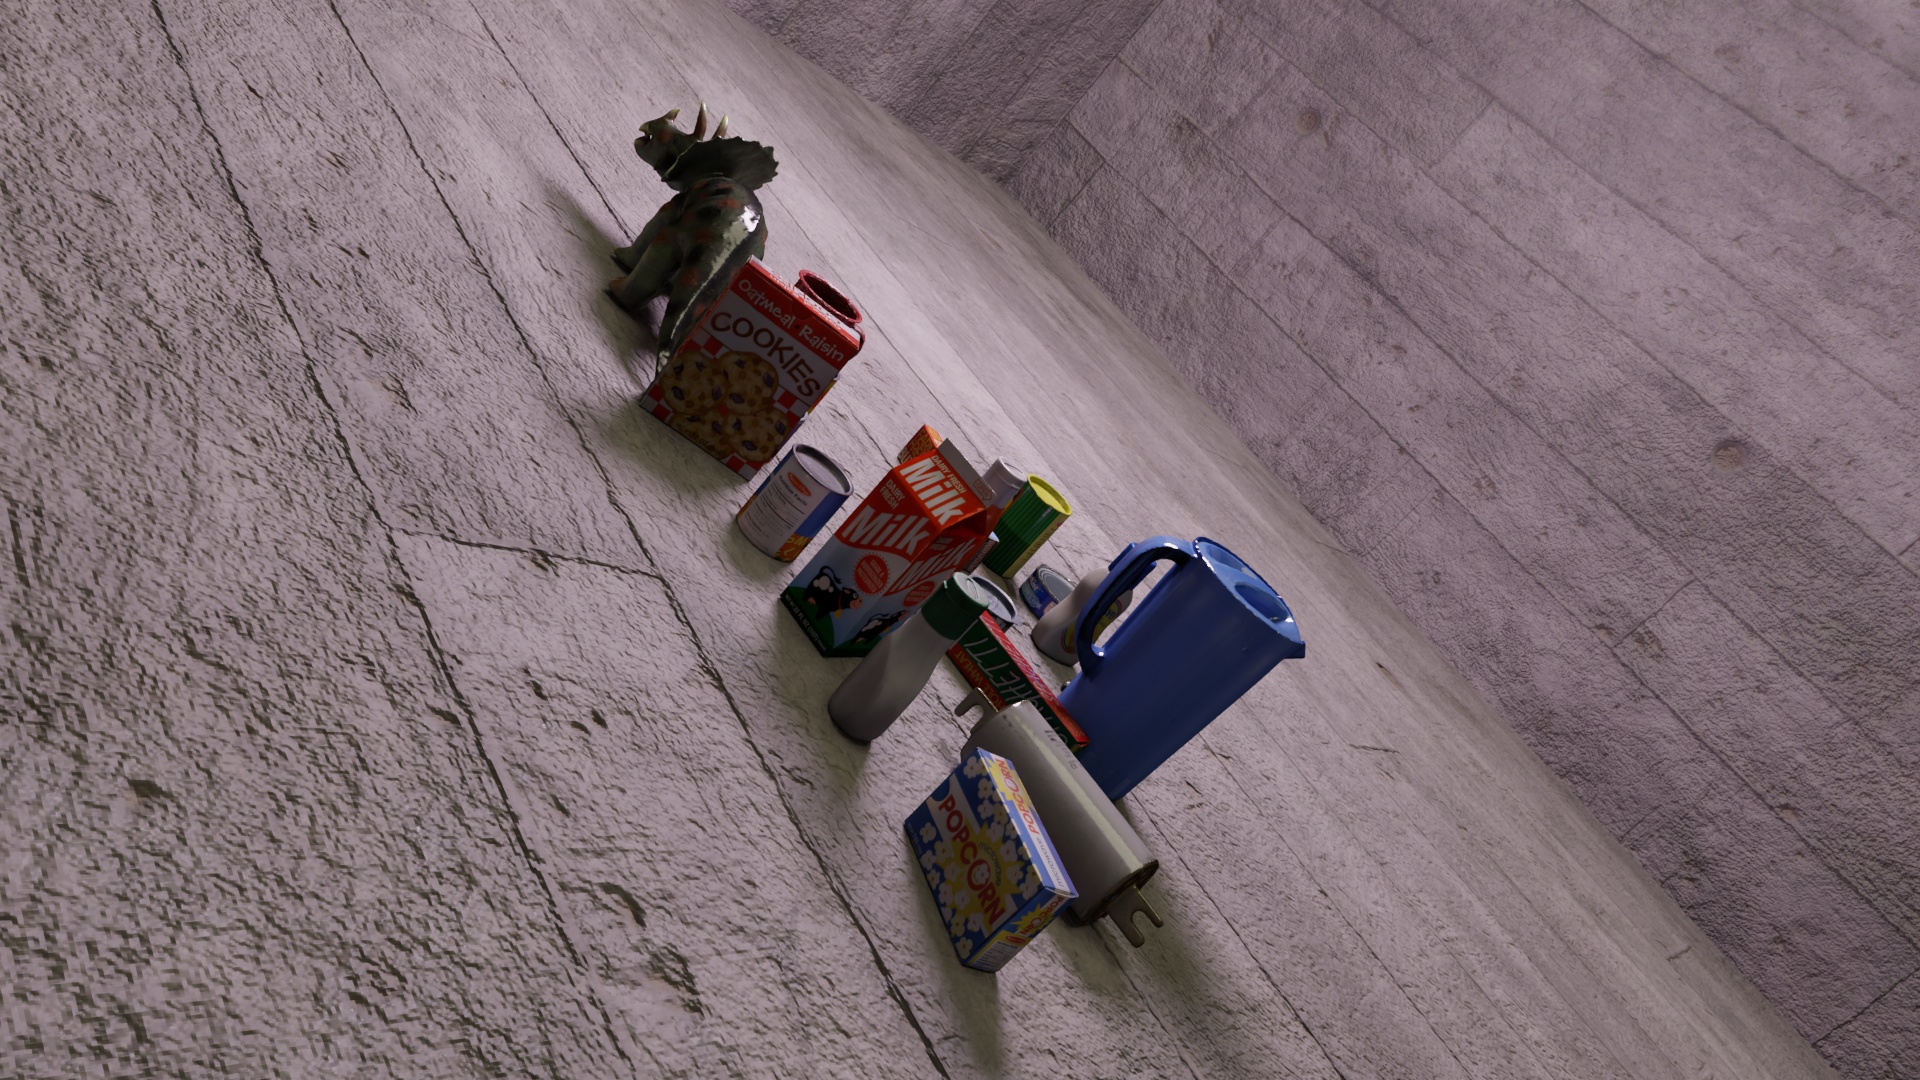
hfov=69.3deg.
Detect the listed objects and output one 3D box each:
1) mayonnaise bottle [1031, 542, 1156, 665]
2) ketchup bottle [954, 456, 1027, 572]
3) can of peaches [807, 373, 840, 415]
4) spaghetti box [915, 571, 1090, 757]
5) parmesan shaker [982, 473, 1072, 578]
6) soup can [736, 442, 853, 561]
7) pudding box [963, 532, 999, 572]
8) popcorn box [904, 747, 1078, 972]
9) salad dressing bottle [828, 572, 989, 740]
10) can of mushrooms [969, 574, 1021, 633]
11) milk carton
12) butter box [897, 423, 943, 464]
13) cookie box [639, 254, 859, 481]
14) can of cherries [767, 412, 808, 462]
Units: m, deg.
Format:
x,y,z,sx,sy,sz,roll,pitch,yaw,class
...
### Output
x,y,z,sx,sy,sz,roll,pitch,yaw,class
0.143,0.065,1.458,0.064,0.147,0.041,29,22,-34,mayonnaise bottle
0.005,-0.017,1.363,0.064,0.148,0.044,24,26,-44,ketchup bottle
-0.172,-0.175,1.500,0.071,0.058,0.071,37,19,-15,can of peaches
0.025,0.109,1.278,0.251,0.050,0.029,51,20,24,spaghetti box
0.066,-0.015,1.552,0.071,0.102,0.071,37,19,-15,parmesan shaker
-0.142,-0.033,1.206,0.071,0.083,0.071,37,19,-15,soup can
0.001,-0.012,1.500,0.030,0.049,0.084,21,28,-48,pudding box
0.019,0.221,0.964,0.038,0.085,0.127,26,24,-40,popcorn box
-0.038,0.087,1.048,0.044,0.147,0.064,34,20,-24,salad dressing bottle
0.025,0.070,1.390,0.071,0.033,0.071,37,19,-15,can of mushrooms
-0.052,0.007,1.131,0.072,0.190,0.073,50,20,23,milk carton
-0.034,-0.083,1.580,0.024,0.053,0.104,27,24,-39,butter box
-0.189,-0.153,1.248,0.123,0.167,0.040,36,19,-18,cookie box
-0.189,-0.117,1.339,0.071,0.058,0.072,37,19,-15,can of cherries
